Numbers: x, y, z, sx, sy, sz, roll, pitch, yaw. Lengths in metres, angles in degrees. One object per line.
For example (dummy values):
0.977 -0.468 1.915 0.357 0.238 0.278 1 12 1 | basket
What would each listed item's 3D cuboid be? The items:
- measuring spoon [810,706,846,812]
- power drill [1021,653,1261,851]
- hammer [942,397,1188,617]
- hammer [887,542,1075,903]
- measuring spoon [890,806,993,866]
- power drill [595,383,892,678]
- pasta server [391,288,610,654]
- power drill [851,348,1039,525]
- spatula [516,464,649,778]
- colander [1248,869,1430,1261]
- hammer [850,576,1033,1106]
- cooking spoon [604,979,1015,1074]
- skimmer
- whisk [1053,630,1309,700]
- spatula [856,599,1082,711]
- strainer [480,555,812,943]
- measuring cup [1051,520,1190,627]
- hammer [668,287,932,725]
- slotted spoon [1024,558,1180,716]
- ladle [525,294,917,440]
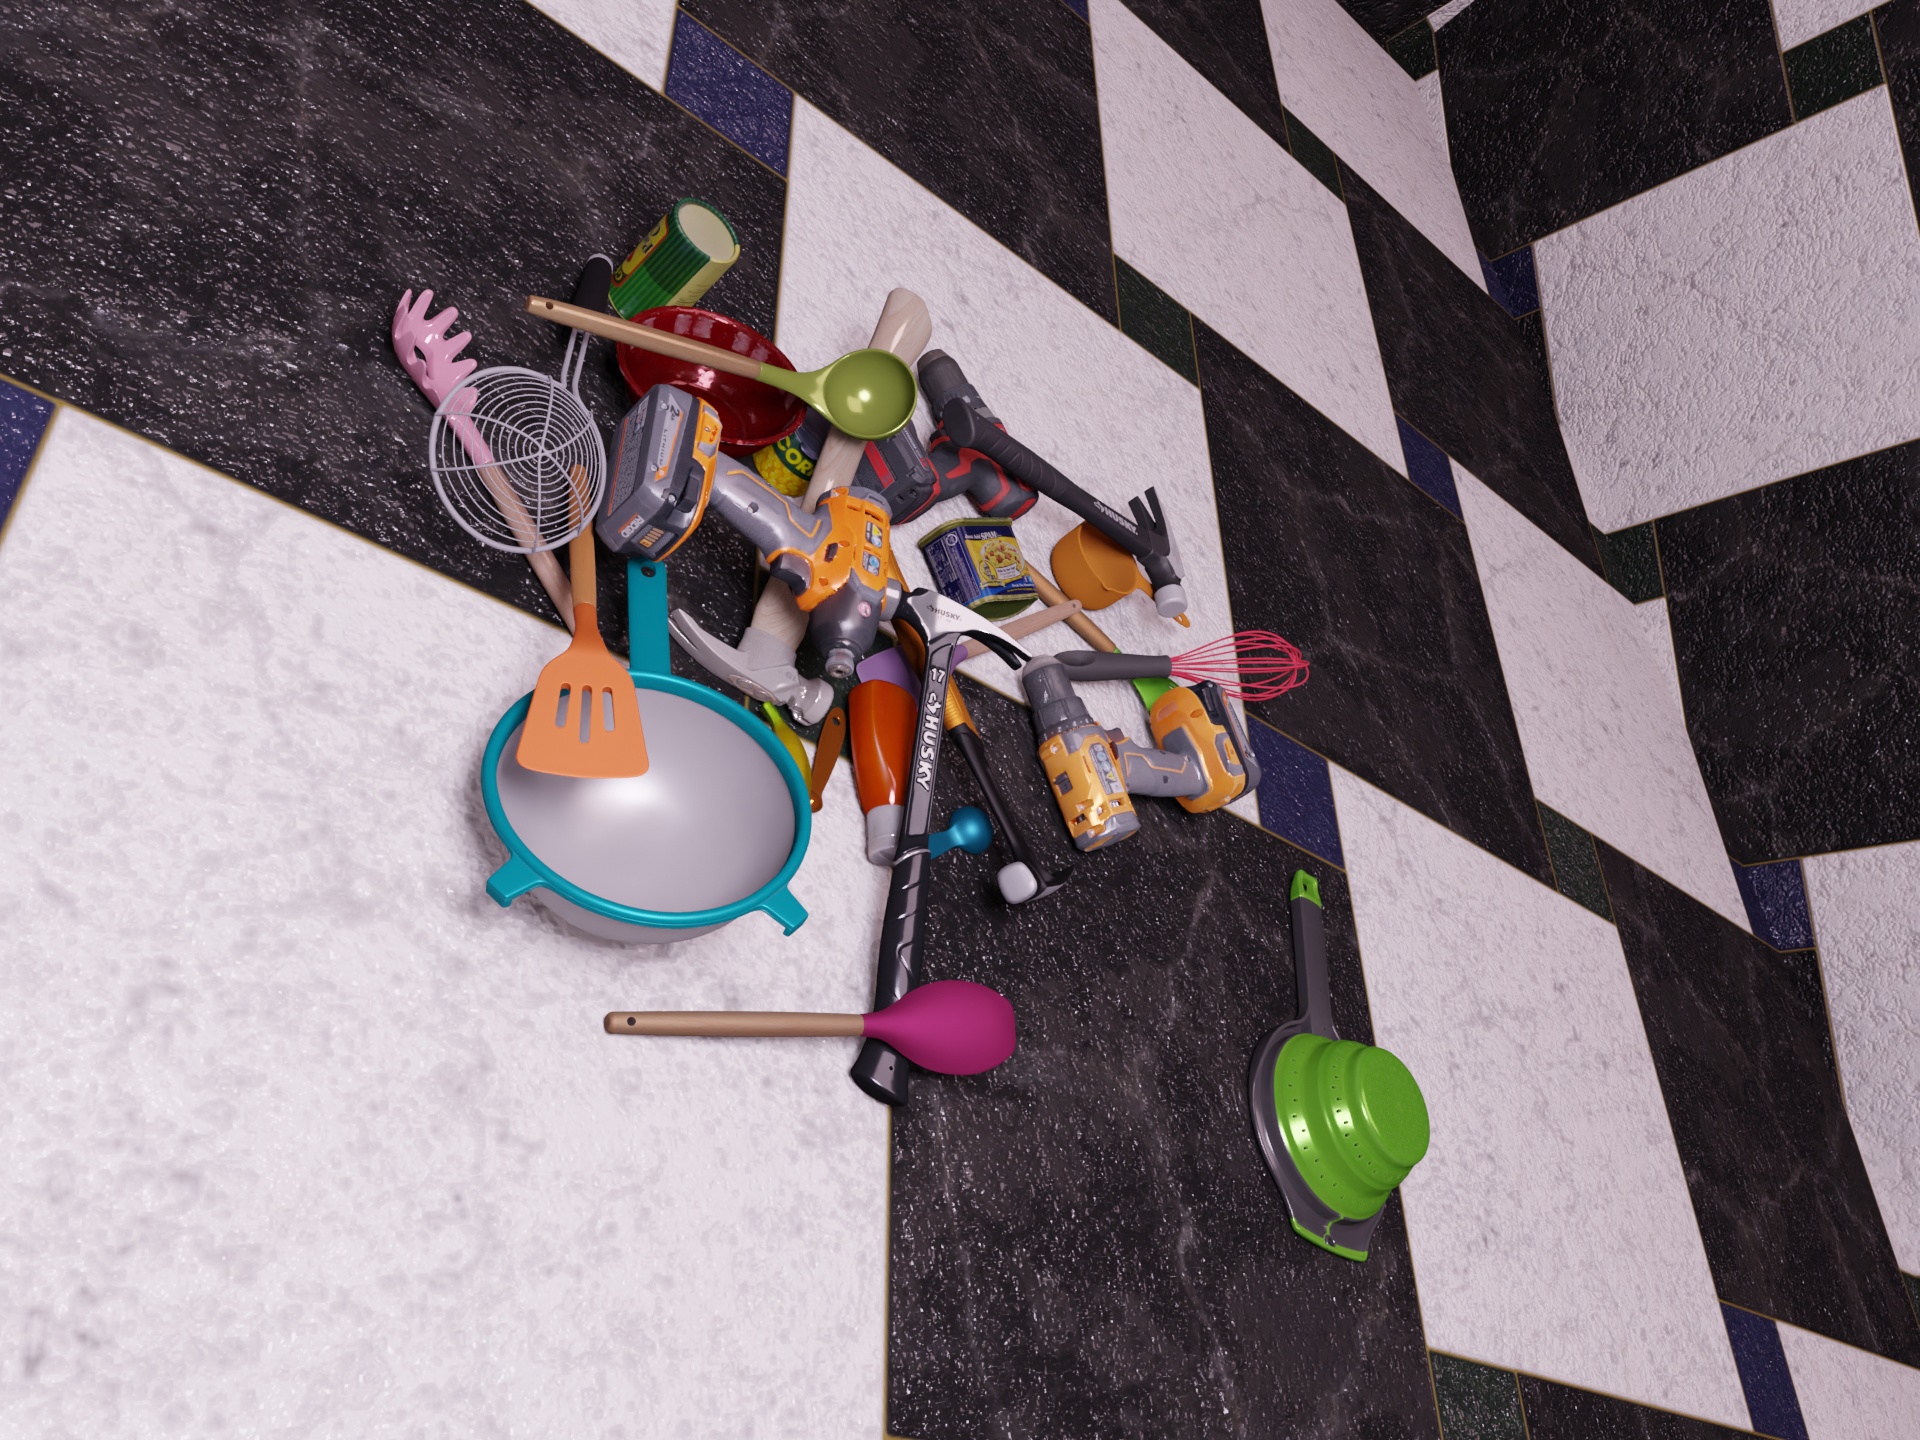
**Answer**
-0.109 0.031 1.261 0.021 0.011 0.117 38 38 -22 | measuring spoon
0.163 0.016 1.502 0.226 0.084 0.185 -10 71 -40 | power drill
0.105 -0.224 1.550 0.334 0.035 0.146 27 44 -40 | hammer
-0.002 -0.004 1.344 0.337 0.034 0.127 64 16 9 | hammer
-0.012 0.098 1.307 0.128 0.021 0.042 -18 78 -52 | measuring spoon
-0.149 -0.132 1.175 0.226 0.084 0.164 25 50 -32 | power drill
-0.321 -0.163 1.141 0.316 0.040 0.060 60 26 1 | pasta server
-0.033 -0.270 1.502 0.226 0.080 0.188 -15 74 -54 | power drill
-0.259 -0.081 1.087 0.081 0.041 0.323 5 37 -19 | spatula
0.372 0.303 1.524 0.204 0.094 0.397 31 45 -30 | colander
-0.031 0.088 1.217 0.149 0.036 0.409 17 64 -22 | hammer
-0.092 0.211 1.099 0.318 0.017 0.069 7 70 -32 | cooking spoon
-0.309 -0.256 1.191 0.127 0.090 0.364 41 23 -29 | skimmer
0.221 -0.054 1.586 0.295 0.073 0.073 -1 63 -24 | whisk
0.018 -0.067 1.449 0.316 0.018 0.060 -25 89 -47 | spatula
-0.219 0.026 1.079 0.211 0.095 0.341 9 43 -21 | strainer
0.164 -0.134 1.641 0.173 0.052 0.095 35 43 -29 | measuring cup
-0.113 -0.204 1.312 0.146 0.038 0.411 33 59 -27 | hammer
0.132 -0.085 1.591 0.313 0.031 0.070 42 48 -17 | slotted spoon
-0.175 -0.280 1.223 0.320 0.062 0.078 9 76 -35 | ladle
